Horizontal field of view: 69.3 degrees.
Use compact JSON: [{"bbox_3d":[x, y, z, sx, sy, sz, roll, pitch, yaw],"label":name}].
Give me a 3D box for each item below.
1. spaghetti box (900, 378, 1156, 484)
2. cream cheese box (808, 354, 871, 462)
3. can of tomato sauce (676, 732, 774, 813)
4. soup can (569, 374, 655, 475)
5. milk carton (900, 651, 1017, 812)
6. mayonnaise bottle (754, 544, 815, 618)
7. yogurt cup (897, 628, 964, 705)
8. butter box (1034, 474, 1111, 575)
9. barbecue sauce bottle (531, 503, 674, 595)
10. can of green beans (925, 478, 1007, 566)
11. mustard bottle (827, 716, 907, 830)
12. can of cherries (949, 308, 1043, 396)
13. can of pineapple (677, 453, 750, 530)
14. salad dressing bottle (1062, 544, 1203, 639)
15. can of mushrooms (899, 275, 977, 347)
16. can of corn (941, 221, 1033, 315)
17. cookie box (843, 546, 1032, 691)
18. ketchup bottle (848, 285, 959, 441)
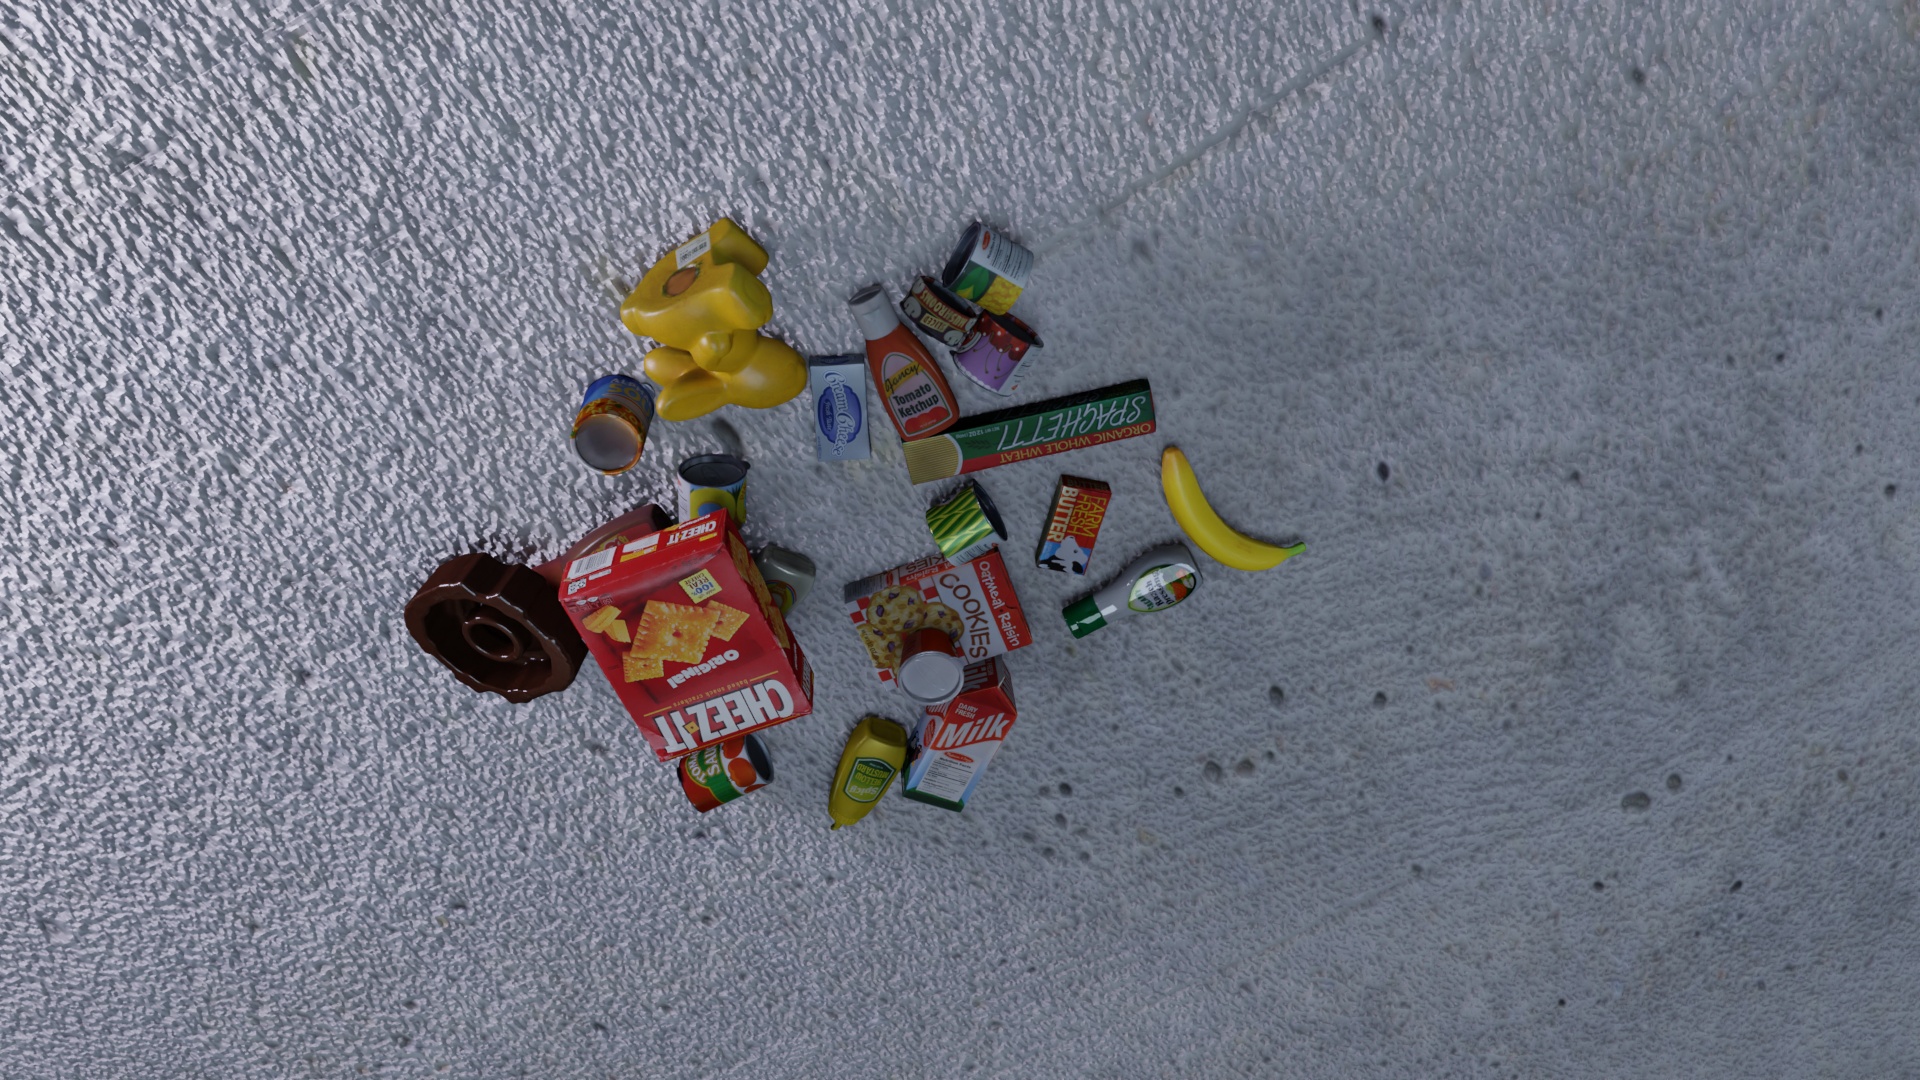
[{"bbox_3d":[0.067,-0.107,1.358,0.250,0.029,0.050,-12,122,2],"label":"spaghetti box"},{"bbox_3d":[-0.115,-0.127,1.332,0.053,0.024,0.103,-5,121,-4],"label":"cream cheese box"},{"bbox_3d":[-0.257,0.251,1.519,0.083,0.071,0.071,-25,120,9],"label":"can of tomato sauce"},{"bbox_3d":[-0.321,-0.109,1.289,0.071,0.084,0.071,-2,121,-4],"label":"soup can"},{"bbox_3d":[0.004,0.198,1.509,0.073,0.073,0.189,19,118,-16],"label":"milk carton"},{"bbox_3d":[-0.206,0.076,1.434,0.065,0.041,0.147,23,116,-20],"label":"mayonnaise bottle"},{"bbox_3d":[-0.031,0.127,1.426,0.072,0.054,0.072,-2,122,-3],"label":"yogurt cup"},{"bbox_3d":[0.114,-0.015,1.419,0.053,0.024,0.103,10,119,-10],"label":"butter box"},{"bbox_3d":[-0.356,0.017,1.385,0.148,0.044,0.064,-22,120,8],"label":"barbecue sauce bottle"},{"bbox_3d":[0.006,-0.015,1.385,0.058,0.071,0.071,-29,119,13],"label":"can of green beans"},{"bbox_3d":[-0.112,0.271,1.555,0.065,0.049,0.159,19,117,-14],"label":"mustard bottle"},{"bbox_3d":[0.033,-0.178,1.291,0.071,0.072,0.058,26,115,-19],"label":"can of cherries"},{"bbox_3d":[-0.238,-0.044,1.346,0.071,0.071,0.057,2,121,-6],"label":"can of pineapple"},{"bbox_3d":[0.179,0.056,1.456,0.147,0.044,0.064,-27,118,11],"label":"salad dressing bottle"},{"bbox_3d":[-0.020,-0.209,1.265,0.071,0.071,0.033,31,112,-21],"label":"can of mushrooms"},{"bbox_3d":[0.024,-0.243,1.252,0.058,0.071,0.071,25,116,-19],"label":"can of corn"},{"bbox_3d":[-0.022,0.078,1.453,0.167,0.040,0.122,-19,121,6],"label":"cookie box"},{"bbox_3d":[-0.057,-0.167,1.302,0.064,0.044,0.148,-23,119,9],"label":"ketchup bottle"}]
